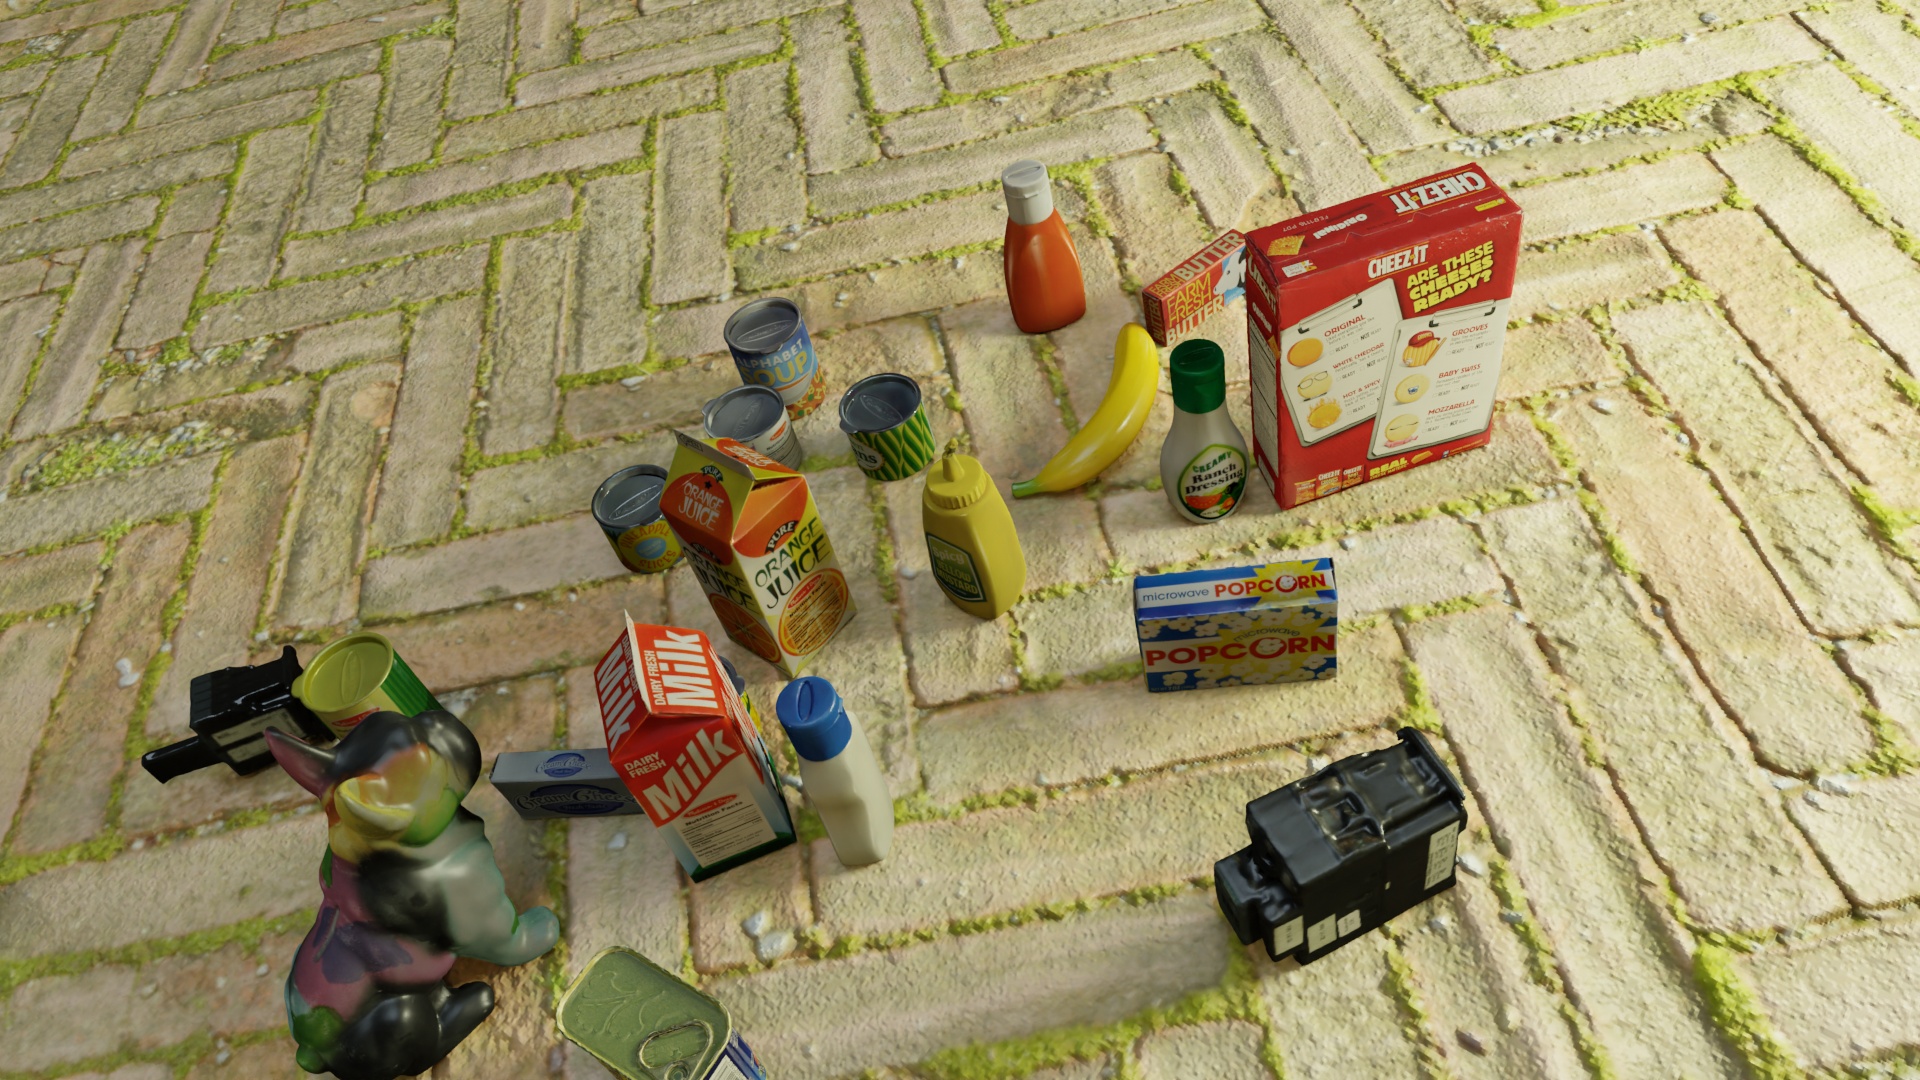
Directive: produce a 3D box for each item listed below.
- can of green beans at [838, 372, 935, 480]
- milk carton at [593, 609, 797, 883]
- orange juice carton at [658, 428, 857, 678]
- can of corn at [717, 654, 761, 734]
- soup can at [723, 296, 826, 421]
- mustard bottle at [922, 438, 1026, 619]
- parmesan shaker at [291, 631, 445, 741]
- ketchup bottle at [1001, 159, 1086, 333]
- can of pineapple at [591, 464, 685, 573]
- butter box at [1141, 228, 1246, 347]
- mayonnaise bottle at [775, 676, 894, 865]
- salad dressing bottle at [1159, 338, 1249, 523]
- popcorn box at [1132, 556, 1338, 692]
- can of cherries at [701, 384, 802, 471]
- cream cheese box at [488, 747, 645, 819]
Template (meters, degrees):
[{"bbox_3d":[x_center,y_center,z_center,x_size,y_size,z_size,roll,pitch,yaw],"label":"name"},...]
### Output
[{"bbox_3d":[-0.057,-0.090,1.100,0.071,0.057,0.071,-7,48,8],"label":"can of green beans"},{"bbox_3d":[-0.167,0.124,0.851,0.073,0.189,0.072,-21,48,-5],"label":"milk carton"},{"bbox_3d":[-0.141,0.001,0.951,0.072,0.191,0.073,26,60,32],"label":"orange juice carton"},{"bbox_3d":[-0.172,0.119,0.946,0.071,0.058,0.071,-7,48,8],"label":"can of corn"},{"bbox_3d":[-0.153,-0.148,1.158,0.071,0.083,0.072,-7,48,8],"label":"soup can"},{"bbox_3d":[0.003,-0.012,0.948,0.065,0.159,0.049,24,59,30],"label":"mustard bottle"},{"bbox_3d":[-0.407,0.121,0.972,0.071,0.102,0.072,-7,48,8],"label":"parmesan shaker"},{"bbox_3d":[0.064,-0.240,1.141,0.065,0.148,0.044,-17,48,-1],"label":"ketchup bottle"},{"bbox_3d":[-0.245,-0.015,1.082,0.071,0.057,0.071,-7,48,8],"label":"can of pineapple"},{"bbox_3d":[0.197,-0.208,1.144,0.104,0.053,0.024,-35,51,-17],"label":"butter box"},{"bbox_3d":[-0.075,0.138,0.845,0.041,0.147,0.065,-9,48,7],"label":"mayonnaise bottle"},{"bbox_3d":[0.169,-0.075,0.971,0.064,0.147,0.044,-19,48,-2],"label":"salad dressing bottle"},{"bbox_3d":[0.178,0.056,0.896,0.127,0.084,0.038,-6,49,9],"label":"popcorn box"},{"bbox_3d":[-0.169,-0.084,1.123,0.071,0.058,0.072,-7,48,8],"label":"can of cherries"},{"bbox_3d":[-0.256,0.163,0.932,0.104,0.053,0.024,-4,49,10],"label":"cream cheese box"}]
